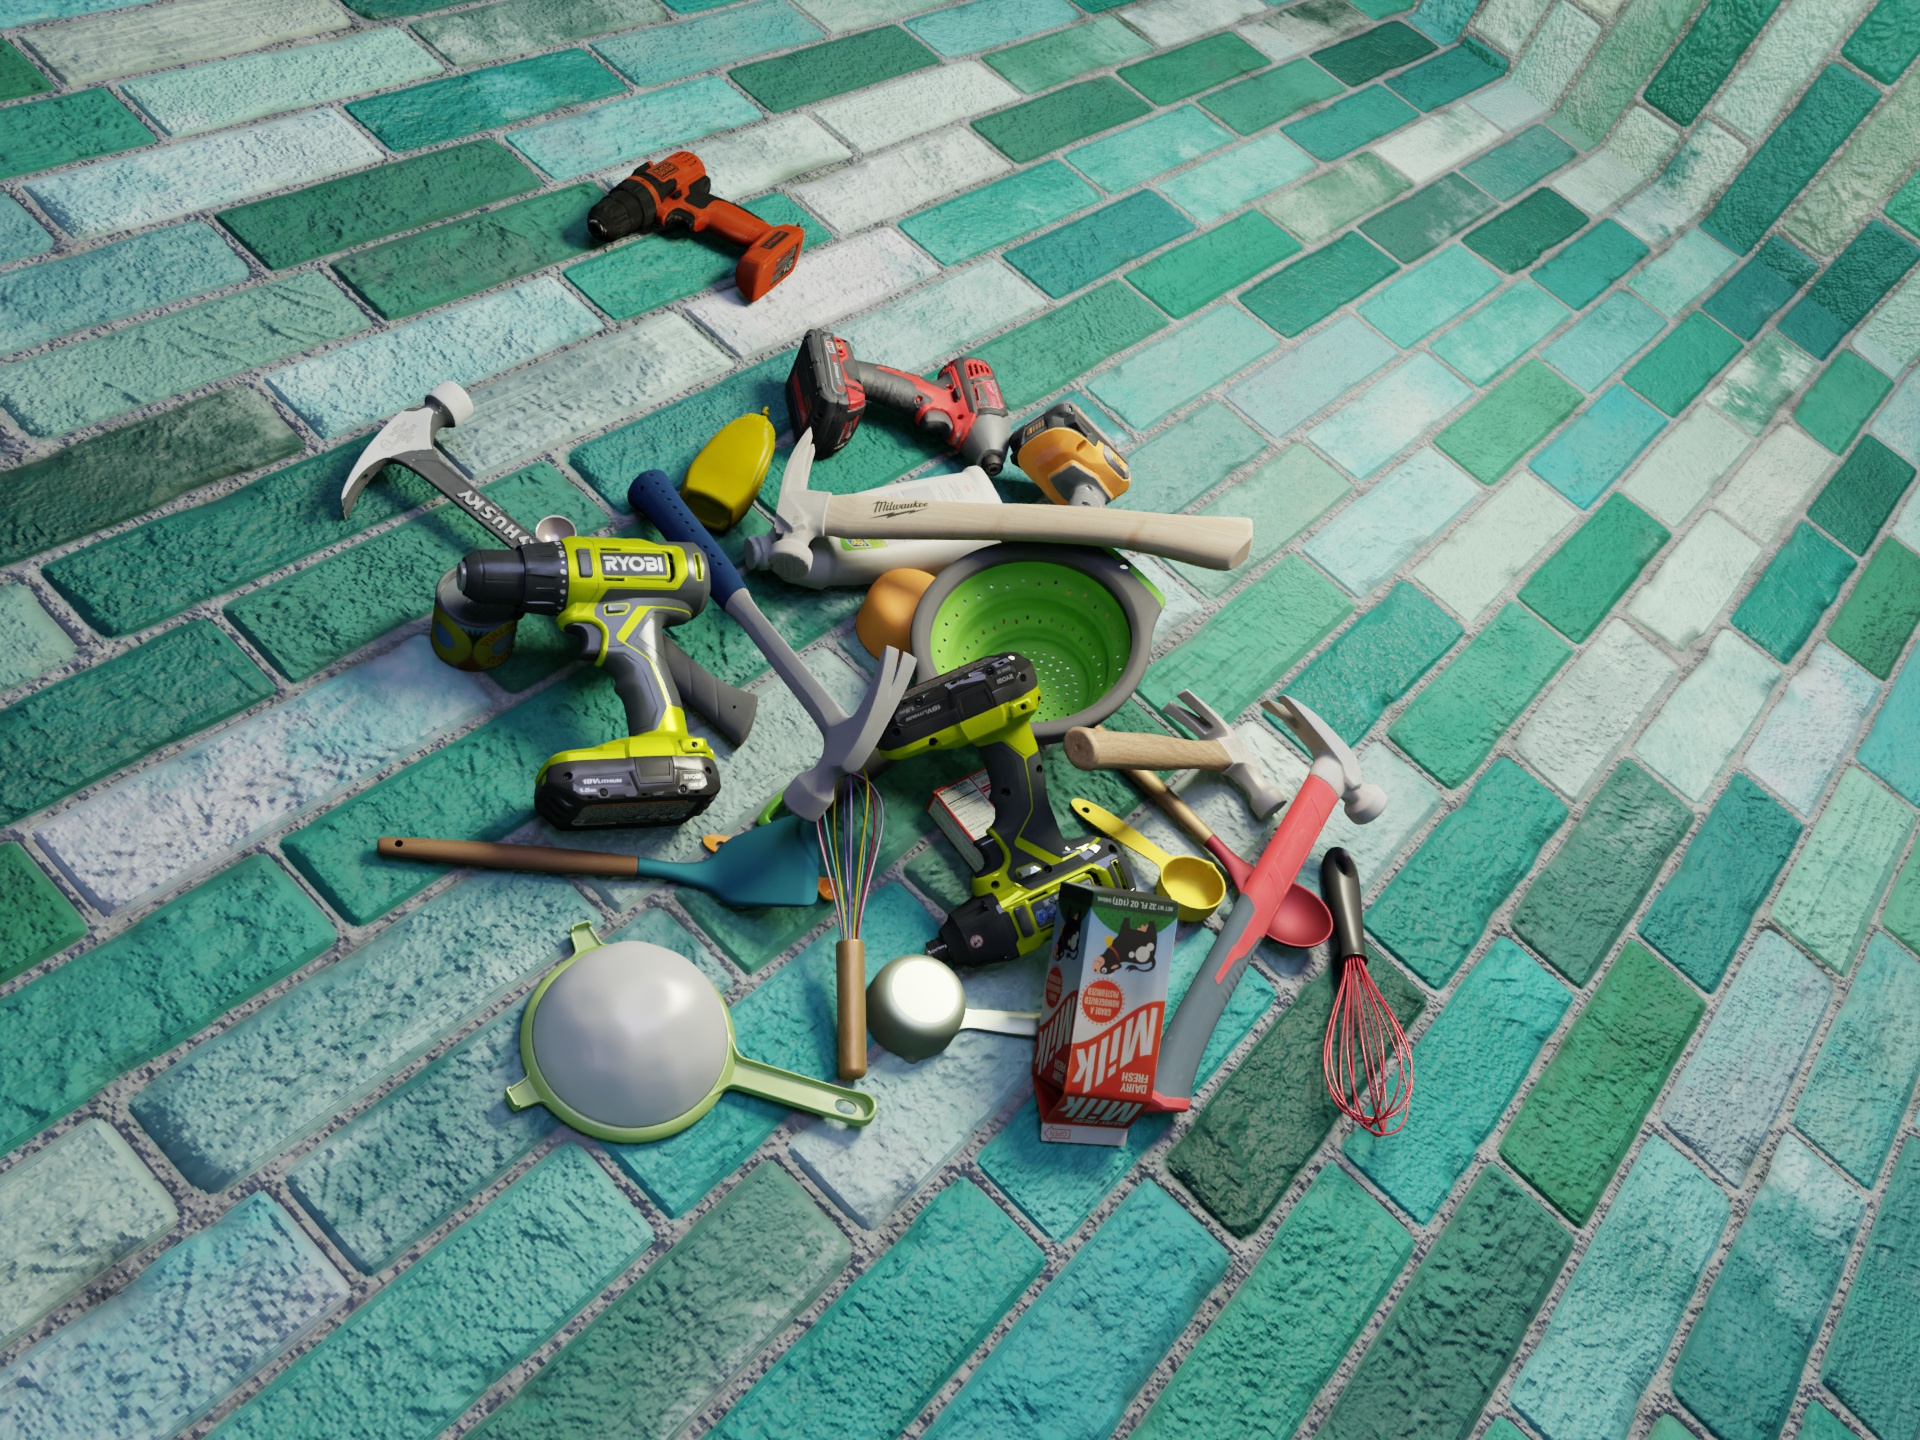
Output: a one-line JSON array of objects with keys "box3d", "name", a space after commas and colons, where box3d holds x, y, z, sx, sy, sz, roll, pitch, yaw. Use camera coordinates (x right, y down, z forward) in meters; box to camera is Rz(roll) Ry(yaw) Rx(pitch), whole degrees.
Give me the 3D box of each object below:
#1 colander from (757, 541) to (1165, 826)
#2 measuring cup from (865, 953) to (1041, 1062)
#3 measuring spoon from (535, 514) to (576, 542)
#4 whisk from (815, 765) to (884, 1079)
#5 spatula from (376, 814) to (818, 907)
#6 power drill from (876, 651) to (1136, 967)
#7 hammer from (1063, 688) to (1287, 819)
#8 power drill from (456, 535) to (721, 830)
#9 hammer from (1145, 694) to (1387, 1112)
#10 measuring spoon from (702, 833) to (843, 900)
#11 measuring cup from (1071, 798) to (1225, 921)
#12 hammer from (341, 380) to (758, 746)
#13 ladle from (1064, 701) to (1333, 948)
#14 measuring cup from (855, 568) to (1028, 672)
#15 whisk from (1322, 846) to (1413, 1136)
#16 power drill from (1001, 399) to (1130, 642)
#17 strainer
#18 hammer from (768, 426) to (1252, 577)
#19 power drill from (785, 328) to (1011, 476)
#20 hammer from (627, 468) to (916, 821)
[{"box3d": [-0.002, -0.004, 1.352, 0.397, 0.094, 0.205, -36, 63, -19], "name": "colander"}, {"box3d": [0.010, 0.219, 1.207, 0.167, 0.038, 0.083, 9, 51, -15], "name": "measuring cup"}, {"box3d": [-0.317, -0.127, 1.364, 0.124, 0.018, 0.034, 45, 62, 6], "name": "measuring spoon"}, {"box3d": [-0.082, 0.144, 1.193, 0.051, 0.047, 0.245, 34, 48, -56], "name": "whisk"}, {"box3d": [-0.265, 0.100, 1.181, 0.317, 0.044, 0.082, 6, 56, -18], "name": "spatula"}, {"box3d": [0.021, 0.073, 1.238, 0.171, 0.080, 0.223, -23, 97, -11], "name": "power drill"}, {"box3d": [0.173, 0.025, 1.339, 0.130, 0.031, 0.331, 56, 24, 21], "name": "hammer"}, {"box3d": [-0.280, -0.036, 1.220, 0.190, 0.080, 0.229, -1, 69, -28], "name": "power drill"}, {"box3d": [0.228, 0.151, 1.303, 0.143, 0.038, 0.386, 45, 57, -14], "name": "hammer"}, {"box3d": [-0.147, 0.116, 1.245, 0.117, 0.011, 0.021, 22, 47, -1], "name": "measuring spoon"}, {"box3d": [0.156, 0.119, 1.368, 0.157, 0.029, 0.062, 35, 47, 22], "name": "measuring cup"}, {"box3d": [-0.331, -0.116, 1.322, 0.409, 0.036, 0.149, 39, 62, 6], "name": "hammer"}, {"box3d": [0.200, 0.088, 1.405, 0.069, 0.031, 0.315, -33, 69, -34], "name": "ladle"}, {"box3d": [-0.008, -0.099, 1.446, 0.173, 0.052, 0.095, -7, 57, -26], "name": "measuring cup"}, {"box3d": [0.334, 0.219, 1.340, 0.073, 0.073, 0.296, 17, 42, -11], "name": "whisk"}, {"box3d": [0.097, -0.202, 1.518, 0.185, 0.084, 0.226, 35, 40, -38], "name": "power drill"}, {"box3d": [-0.174, 0.225, 1.102, 0.256, 0.069, 0.152, 19, 48, -6], "name": "strainer"}, {"box3d": [0.045, -0.179, 1.383, 0.410, 0.038, 0.146, 4, 58, 5], "name": "hammer"}, {"box3d": [-0.054, -0.309, 1.584, 0.219, 0.078, 0.143, 3, 53, -25], "name": "power drill"}, {"box3d": [-0.173, -0.096, 1.295, 0.035, 0.144, 0.406, 25, 18, -48], "name": "hammer"}]
